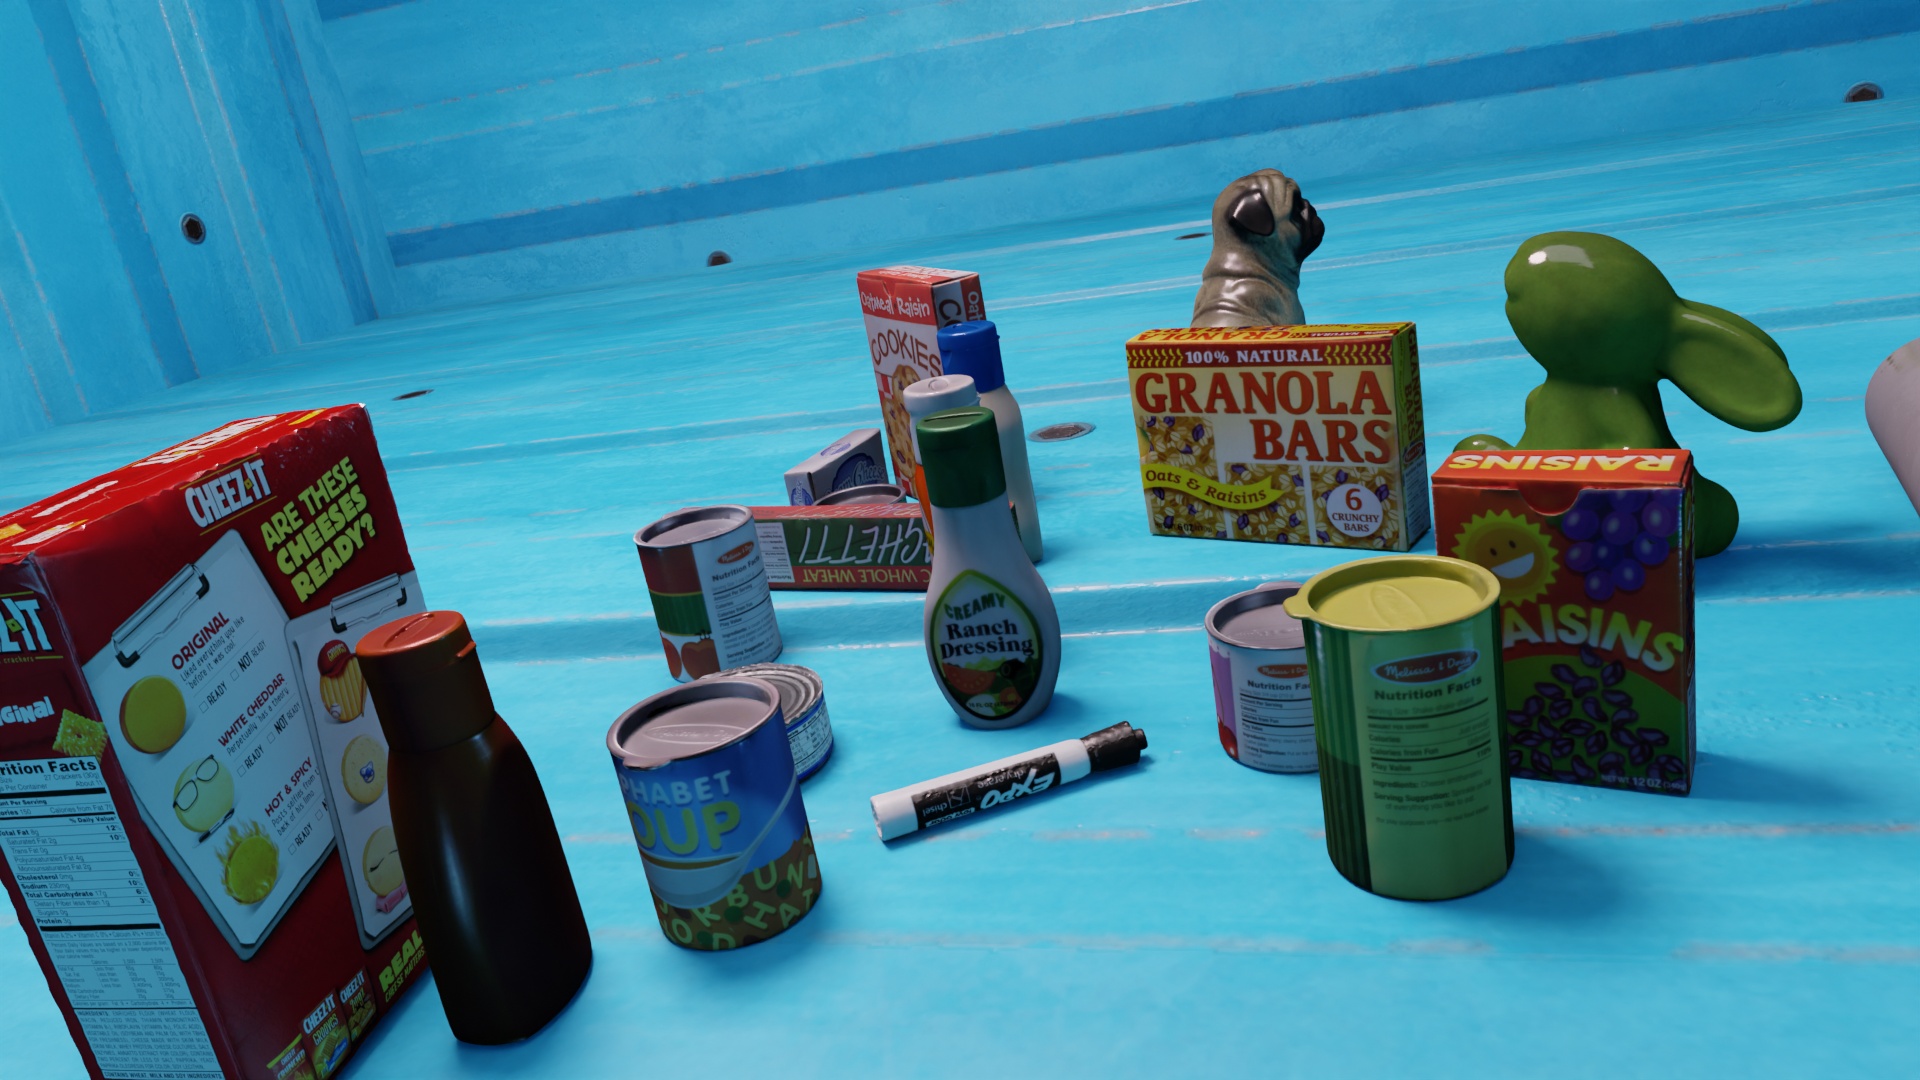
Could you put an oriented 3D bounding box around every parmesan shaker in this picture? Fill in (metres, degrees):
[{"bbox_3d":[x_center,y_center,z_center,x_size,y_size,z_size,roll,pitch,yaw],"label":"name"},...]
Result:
[{"bbox_3d":[0.154,0.065,0.488,0.071,0.102,0.071,-9,18,3],"label":"parmesan shaker"}]

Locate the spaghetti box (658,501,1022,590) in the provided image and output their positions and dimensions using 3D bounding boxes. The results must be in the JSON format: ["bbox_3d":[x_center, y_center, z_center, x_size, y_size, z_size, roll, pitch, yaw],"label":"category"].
[{"bbox_3d":[-0.077,0.004,0.868,0.250,0.050,0.029,0,21,27],"label":"spaghetti box"}]

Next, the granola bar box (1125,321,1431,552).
[{"bbox_3d":[0.181,-0.062,0.808,0.165,0.123,0.039,4,23,37],"label":"granola bar box"}]

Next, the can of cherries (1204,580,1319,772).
[{"bbox_3d":[0.140,0.056,0.589,0.071,0.058,0.072,-9,19,3],"label":"can of cherries"}]

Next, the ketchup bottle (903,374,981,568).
[{"bbox_3d":[0.003,-0.009,0.711,0.043,0.148,0.065,-11,18,-3],"label":"ketchup bottle"}]

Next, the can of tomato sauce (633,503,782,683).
[{"bbox_3d":[-0.141,0.029,0.778,0.071,0.082,0.071,-9,18,3],"label":"can of tomato sauce"}]

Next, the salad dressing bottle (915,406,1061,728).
[{"bbox_3d":[0.009,0.013,0.646,0.064,0.147,0.044,-5,19,15],"label":"salad dressing bottle"}]

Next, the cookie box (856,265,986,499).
[{"bbox_3d":[-0.018,-0.106,0.976,0.040,0.166,0.123,-19,20,-24],"label":"cookie box"}]

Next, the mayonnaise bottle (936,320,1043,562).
[{"bbox_3d":[0.015,-0.058,0.849,0.041,0.147,0.065,-18,20,-23],"label":"mayonnaise bottle"}]

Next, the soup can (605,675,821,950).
[{"bbox_3d":[-0.094,0.105,0.532,0.071,0.083,0.071,-9,18,3],"label":"soup can"}]

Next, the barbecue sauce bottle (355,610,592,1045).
[{"bbox_3d":[-0.172,0.099,0.490,0.043,0.148,0.065,-6,19,12],"label":"barbecue sauce bottle"}]

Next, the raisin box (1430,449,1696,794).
[{"bbox_3d":[0.227,0.029,0.522,0.086,0.123,0.040,2,22,34],"label":"raisin box"}]

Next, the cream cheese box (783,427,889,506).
[{"bbox_3d":[-0.086,-0.041,0.997,0.024,0.053,0.104,-1,21,27],"label":"cream cheese box"}]

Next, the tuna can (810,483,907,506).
[{"bbox_3d":[-0.068,-0.012,0.937,0.071,0.032,0.071,-9,19,3],"label":"tuna can"}]
